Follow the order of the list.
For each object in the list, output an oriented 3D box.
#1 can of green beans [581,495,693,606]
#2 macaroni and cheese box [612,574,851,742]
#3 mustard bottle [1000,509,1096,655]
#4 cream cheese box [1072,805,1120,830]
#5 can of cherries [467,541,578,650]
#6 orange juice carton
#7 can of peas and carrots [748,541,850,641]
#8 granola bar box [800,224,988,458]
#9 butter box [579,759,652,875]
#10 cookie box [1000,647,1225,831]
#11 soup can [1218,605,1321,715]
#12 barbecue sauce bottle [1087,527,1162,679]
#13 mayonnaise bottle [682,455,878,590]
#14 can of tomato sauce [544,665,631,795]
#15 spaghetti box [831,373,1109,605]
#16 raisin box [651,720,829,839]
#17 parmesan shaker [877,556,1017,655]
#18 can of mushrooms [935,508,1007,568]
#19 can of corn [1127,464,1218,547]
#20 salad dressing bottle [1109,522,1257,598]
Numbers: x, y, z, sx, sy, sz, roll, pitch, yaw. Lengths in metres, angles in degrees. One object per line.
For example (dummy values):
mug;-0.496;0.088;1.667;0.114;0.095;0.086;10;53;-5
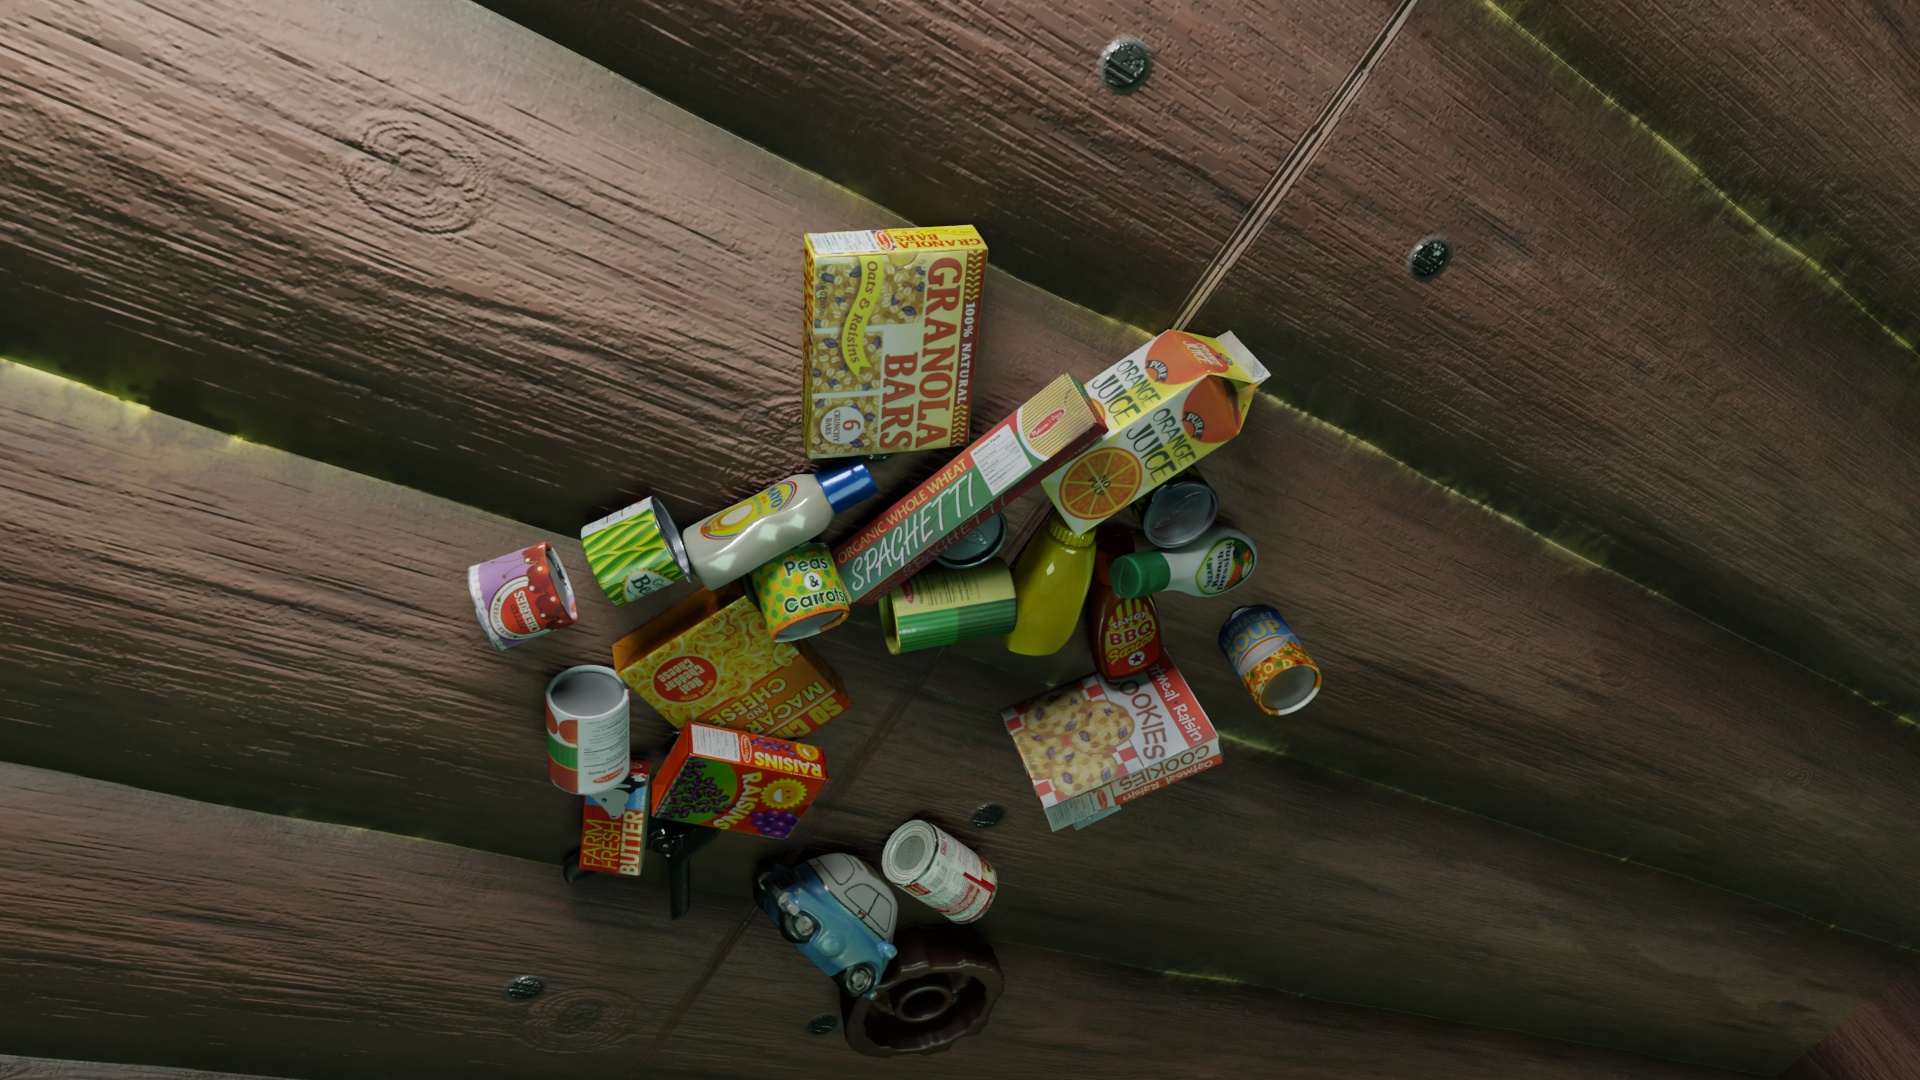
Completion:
can of green beans;-0.240;0.008;1.028;0.058;0.071;0.071;-24;131;-1
macaroni and cheese box;-0.186;0.114;1.146;0.123;0.040;0.166;-32;130;6
mustard bottle;0.081;0.024;1.173;0.065;0.049;0.159;5;123;-25
cream cheese box;0.120;0.238;1.368;0.053;0.024;0.103;-26;131;-2
can of cherries;-0.320;0.042;1.020;0.058;0.072;0.071;-19;130;-6
orange juice carton;0.145;-0.095;1.090;0.192;0.072;0.072;-33;131;6
can of peas and carrots;-0.124;0.040;1.082;0.071;0.059;0.070;-19;166;-5
granola bar box;-0.051;-0.141;1.003;0.124;0.039;0.164;-7;128;-16
butter box;-0.294;0.236;1.186;0.053;0.024;0.103;8;110;-4
cookie box;0.137;0.178;1.263;0.167;0.123;0.040;-21;131;-4
soup can;0.287;0.110;1.293;0.071;0.084;0.071;-10;128;-13
barbecue sauce bottle;0.141;0.055;1.222;0.065;0.044;0.147;-20;130;-9
mayonnaise bottle;-0.136;-0.018;1.052;0.148;0.065;0.041;-28;123;-4
can of tomato sauce;-0.300;0.151;1.117;0.071;0.071;0.082;-4;127;-18
spaghetti box;0.001;-0.035;1.067;0.249;0.050;0.029;-36;156;22
raisin box;-0.185;0.202;1.163;0.123;0.040;0.085;16;125;-27
parmesan shaker;-0.011;0.056;1.147;0.103;0.071;0.071;-8;128;-15
can of mushrooms;0.004;-0.014;1.124;0.071;0.033;0.070;-10;128;-13
can of corn;0.171;-0.039;1.152;0.071;0.058;0.070;-10;129;-13
salad dressing bottle;0.190;0.021;1.185;0.148;0.044;0.064;-10;117;-39
